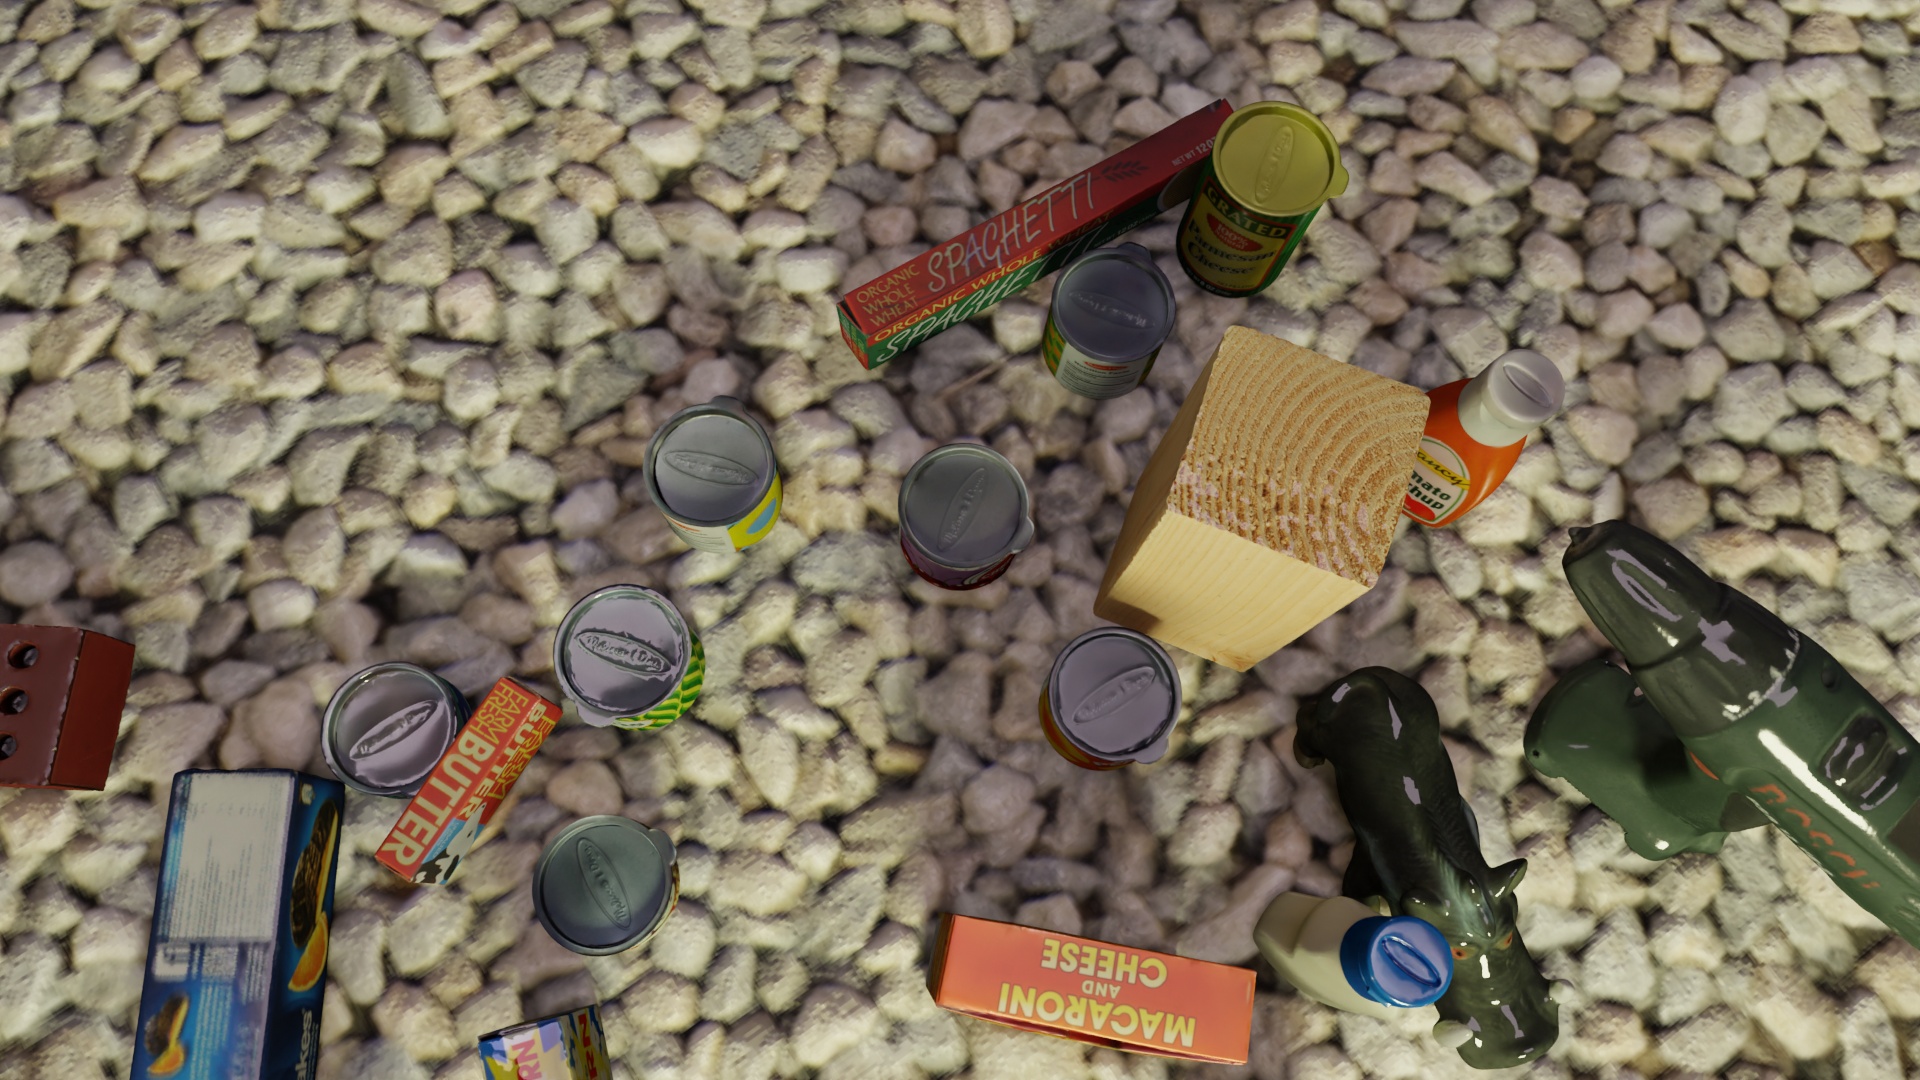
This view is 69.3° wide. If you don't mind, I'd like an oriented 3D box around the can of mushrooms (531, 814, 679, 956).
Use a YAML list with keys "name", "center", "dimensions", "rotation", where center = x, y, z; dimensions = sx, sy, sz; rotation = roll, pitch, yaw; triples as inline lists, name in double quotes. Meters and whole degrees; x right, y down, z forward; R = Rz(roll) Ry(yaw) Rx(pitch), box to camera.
- name: "can of mushrooms"
  center: [-0.170, 0.167, 0.680]
  dimensions: [0.071, 0.033, 0.071]
  rotation: [1, 75, -3]

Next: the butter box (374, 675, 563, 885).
- name: "butter box"
  center: [-0.238, 0.117, 0.680]
  dimensions: [0.024, 0.053, 0.104]
  rotation: [31, 76, 5]

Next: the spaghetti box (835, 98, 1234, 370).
- name: "spaghetti box"
  center: [0.046, -0.170, 0.774]
  dimensions: [0.250, 0.050, 0.029]
  rotation: [-30, 78, -10]

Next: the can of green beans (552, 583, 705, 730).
- name: "can of green beans"
  center: [-0.165, 0.060, 0.697]
  dimensions: [0.071, 0.057, 0.071]
  rotation: [1, 75, -3]

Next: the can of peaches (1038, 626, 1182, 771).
- name: "can of peaches"
  center: [0.075, 0.083, 0.702]
  dimensions: [0.071, 0.058, 0.071]
  rotation: [1, 75, -3]

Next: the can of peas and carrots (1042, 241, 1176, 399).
- name: "can of peas and carrots"
  center: [0.080, -0.119, 0.757]
  dimensions: [0.071, 0.058, 0.071]
  rotation: [1, 75, -3]

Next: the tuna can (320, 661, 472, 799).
- name: "tuna can"
  center: [-0.279, 0.098, 0.694]
  dimensions: [0.071, 0.032, 0.071]
  rotation: [1, 75, -3]

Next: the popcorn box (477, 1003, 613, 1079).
- name: "popcorn box"
  center: [-0.176, 0.278, 0.623]
  dimensions: [0.038, 0.085, 0.127]
  rotation: [-15, 76, -6]

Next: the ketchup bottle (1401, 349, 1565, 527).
- name: "ketchup bottle"
  center: [0.254, -0.053, 0.701]
  dimensions: [0.065, 0.148, 0.043]
  rotation: [44, 78, 8]

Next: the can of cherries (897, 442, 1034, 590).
- name: "can of cherries"
  center: [0.003, -0.009, 0.724]
  dimensions: [0.071, 0.058, 0.071]
  rotation: [1, 75, -3]

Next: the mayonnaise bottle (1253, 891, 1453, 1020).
- name: "mayonnaise bottle"
  center: [0.180, 0.189, 0.632]
  dimensions: [0.065, 0.147, 0.041]
  rotation: [38, 77, 7]

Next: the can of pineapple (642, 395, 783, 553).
- name: "can of pineapple"
  center: [-0.126, -0.032, 0.724]
  dimensions: [0.071, 0.057, 0.071]
  rotation: [1, 75, -3]

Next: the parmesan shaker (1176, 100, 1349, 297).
- name: "parmesan shaker"
  center: [0.161, -0.181, 0.755]
  dimensions: [0.071, 0.103, 0.071]
  rotation: [1, 75, -2]

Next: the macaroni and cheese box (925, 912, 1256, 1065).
- name: "macaroni and cheese box"
  center: [0.050, 0.195, 0.614]
  dimensions: [0.124, 0.166, 0.040]
  rotation: [11, 75, 0]
